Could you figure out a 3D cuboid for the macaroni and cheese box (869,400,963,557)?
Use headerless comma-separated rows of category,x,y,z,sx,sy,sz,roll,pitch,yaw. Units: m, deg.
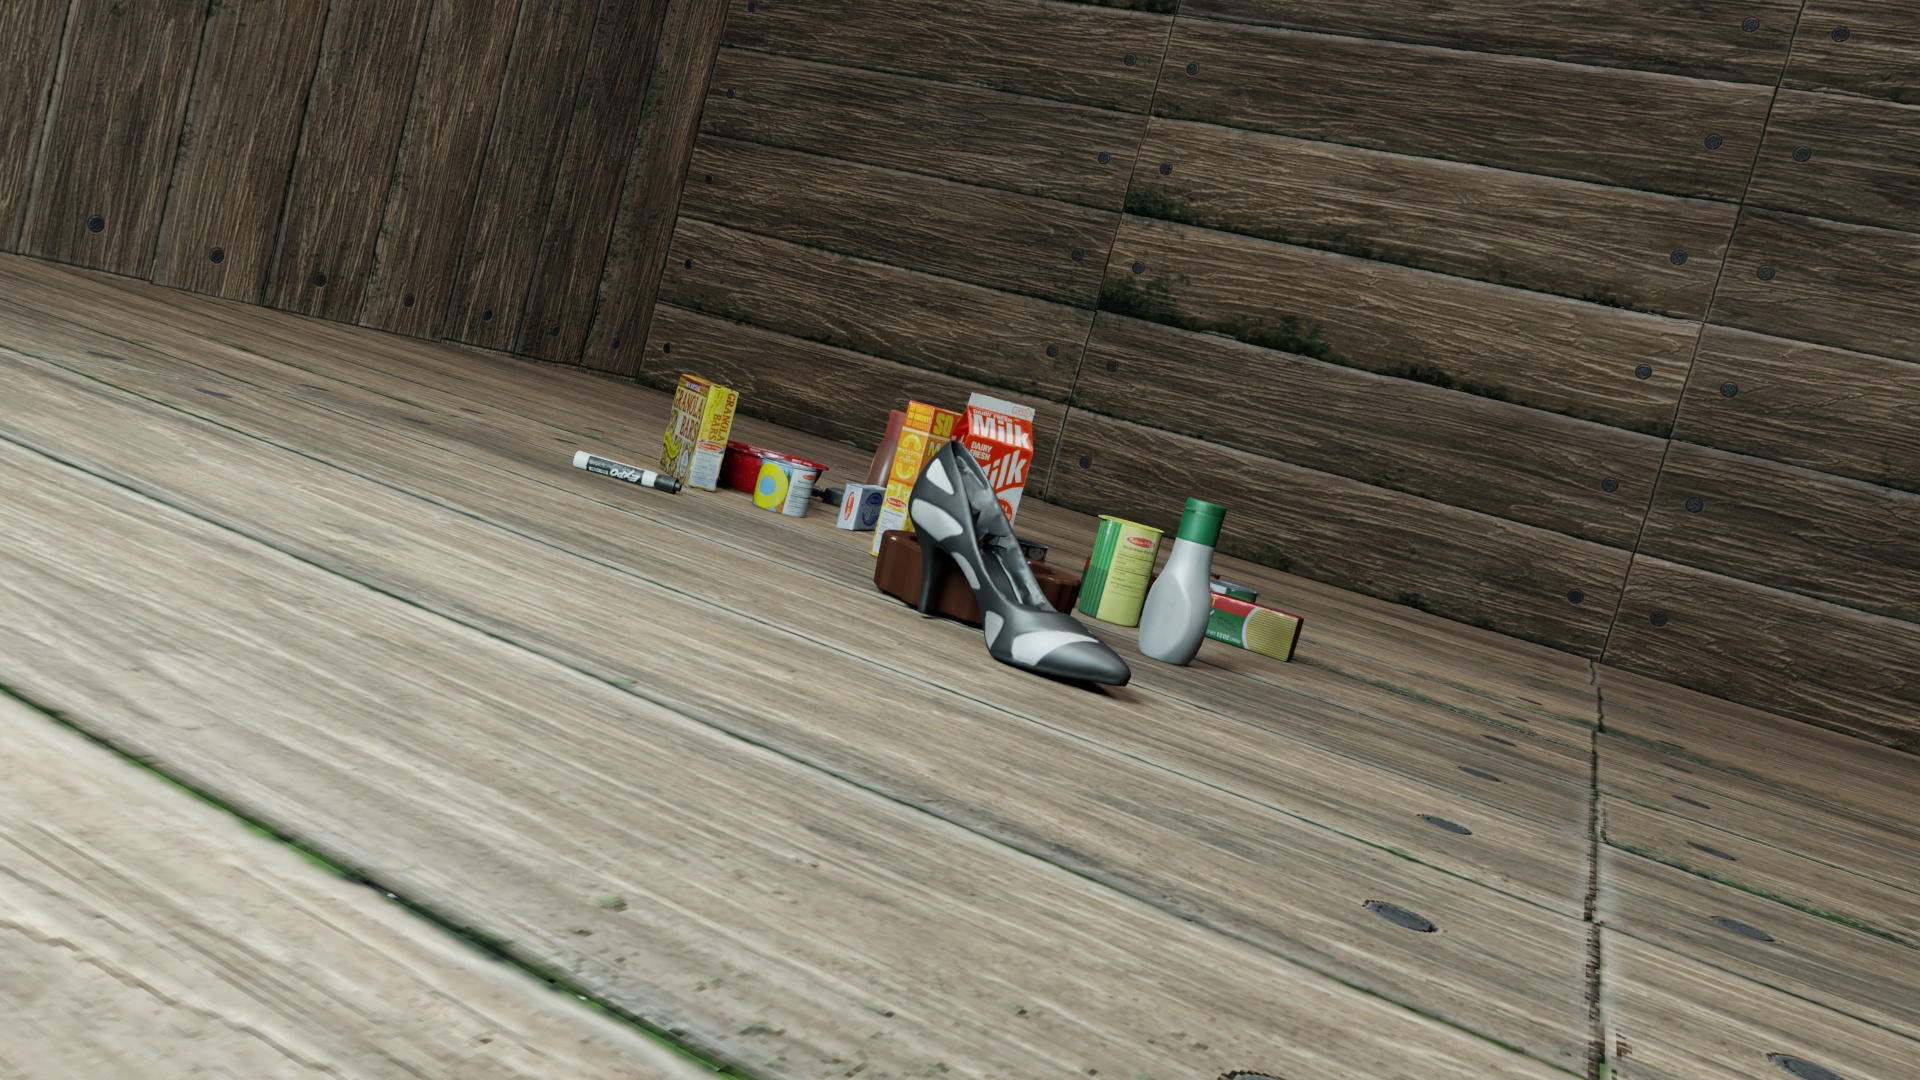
macaroni and cheese box,-0.023,-0.055,1.475,0.040,0.166,0.124,18,6,37

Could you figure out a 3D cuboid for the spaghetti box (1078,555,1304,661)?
spaghetti box,0.250,0.073,1.535,0.250,0.050,0.029,17,5,23

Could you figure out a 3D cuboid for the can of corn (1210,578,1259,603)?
can of corn,0.299,0.078,1.571,0.071,0.058,0.071,15,5,-1

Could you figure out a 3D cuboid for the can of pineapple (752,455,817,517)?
can of pineapple,-0.209,-0.064,1.639,0.071,0.058,0.071,15,5,-1

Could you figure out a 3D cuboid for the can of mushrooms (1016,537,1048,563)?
can of mushrooms,0.074,0.016,1.738,0.071,0.033,0.071,15,5,-1

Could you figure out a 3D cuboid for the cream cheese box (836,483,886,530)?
cream cheese box,-0.117,-0.040,1.674,0.024,0.053,0.104,16,5,16

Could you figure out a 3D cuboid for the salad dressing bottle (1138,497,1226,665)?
salad dressing bottle,0.203,0.036,1.249,0.044,0.147,0.064,12,6,-37

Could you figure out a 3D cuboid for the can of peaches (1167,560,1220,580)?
can of peaches,0.276,0.061,1.700,0.071,0.058,0.071,15,5,-1

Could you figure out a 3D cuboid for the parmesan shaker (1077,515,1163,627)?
parmesan shaker,0.163,0.031,1.440,0.071,0.103,0.071,15,5,-1

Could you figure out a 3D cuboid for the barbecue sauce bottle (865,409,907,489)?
barbecue sauce bottle,-0.089,-0.091,1.777,0.044,0.148,0.065,17,5,26

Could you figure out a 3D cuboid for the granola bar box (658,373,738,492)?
granola bar box,-0.323,-0.134,1.700,0.039,0.124,0.165,13,5,-25

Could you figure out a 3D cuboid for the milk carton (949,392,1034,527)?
milk carton,0.018,-0.050,1.414,0.072,0.190,0.073,14,5,-15
